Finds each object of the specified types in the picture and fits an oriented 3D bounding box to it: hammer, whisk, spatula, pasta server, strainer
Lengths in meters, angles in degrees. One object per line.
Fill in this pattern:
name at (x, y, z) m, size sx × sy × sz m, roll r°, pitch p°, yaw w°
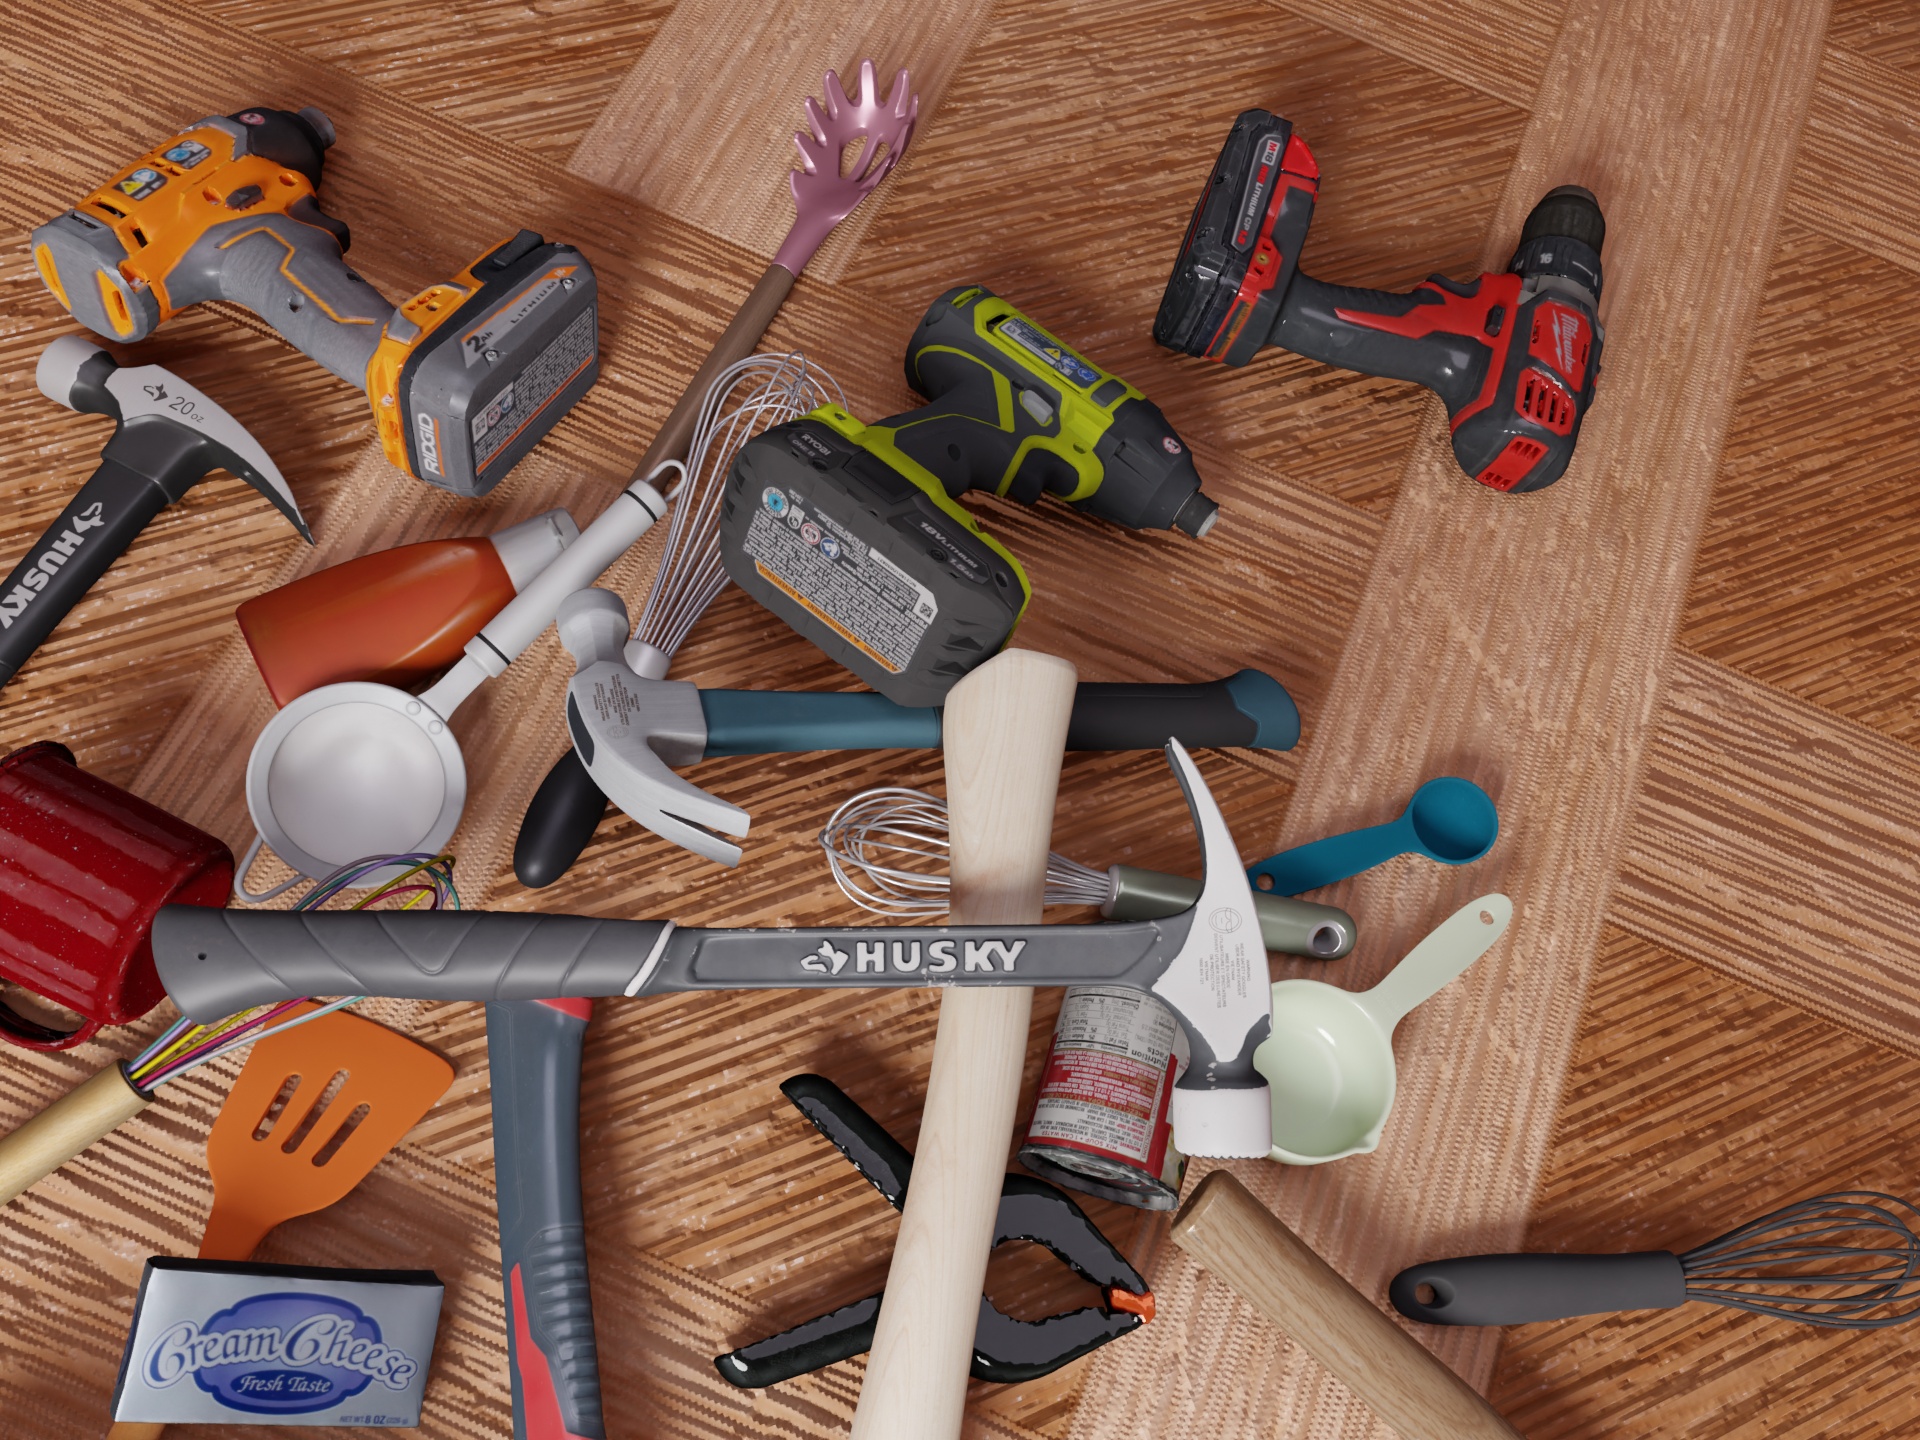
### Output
hammer at (-0.421, -0.012, 0.674) m, size 0.146 × 0.035 × 0.335 m, roll 27°, pitch 66°, yaw 4°
hammer at (0.007, 0.176, 0.596) m, size 0.146 × 0.038 × 0.411 m, roll 9°, pitch 79°, yaw 5°
hammer at (0.217, 0.300, 0.622) m, size 0.331 × 0.031 × 0.130 m, roll 40°, pitch 69°, yaw 4°
whisk at (0.297, 0.231, 0.667) m, size 0.239 × 0.055 × 0.055 m, roll -3°, pitch 68°, yaw -4°
spatula at (-0.298, 0.259, 0.585) m, size 0.081 × 0.041 × 0.323 m, roll 22°, pitch 70°, yaw 2°
whisk at (0.058, 0.074, 0.703) m, size 0.246 × 0.059 × 0.058 m, roll 12°, pitch 103°, yaw -7°
pasta server at (-0.104, -0.211, 0.801) m, size 0.060 × 0.040 × 0.316 m, roll 21°, pitch 67°, yaw 14°
whisk at (-0.301, 0.128, 0.623) m, size 0.245 × 0.047 × 0.051 m, roll -36°, pitch 112°, yaw -11°
hammer at (-0.157, 0.278, 0.576) m, size 0.143 × 0.038 × 0.387 m, roll -20°, pitch 63°, yaw 14°
hammer at (-0.001, -0.002, 0.693) m, size 0.331 × 0.033 × 0.128 m, roll -1°, pitch 49°, yaw -22°
strainer at (-0.209, -0.021, 0.686) m, size 0.086 × 0.050 × 0.258 m, roll 46°, pitch 77°, yaw -14°
hammer at (-0.093, 0.082, 0.582) m, size 0.409 × 0.036 × 0.149 m, roll 0°, pitch 81°, yaw 3°
whisk at (-0.131, -0.053, 0.724) m, size 0.070 × 0.070 × 0.285 m, roll 24°, pitch 71°, yaw 2°

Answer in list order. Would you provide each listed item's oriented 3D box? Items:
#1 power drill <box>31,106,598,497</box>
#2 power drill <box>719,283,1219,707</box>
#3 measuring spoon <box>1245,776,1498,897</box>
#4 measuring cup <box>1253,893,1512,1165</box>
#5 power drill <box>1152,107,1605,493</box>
power drill at (-0.286, -0.213, 0.750) m, size 0.226 × 0.084 × 0.164 m, roll 26°, pitch 54°, yaw 7°
power drill at (0.013, -0.106, 0.721) m, size 0.171 × 0.080 × 0.223 m, roll 37°, pitch 43°, yaw 9°
measuring spoon at (0.187, 0.062, 0.742) m, size 0.128 × 0.021 × 0.042 m, roll -17°, pitch 71°, yaw -5°
measuring cup at (0.179, 0.129, 0.698) m, size 0.167 × 0.038 × 0.083 m, roll -33°, pitch 75°, yaw -21°
power drill at (0.234, -0.236, 0.840) m, size 0.226 × 0.080 × 0.188 m, roll 21°, pitch 66°, yaw -2°
